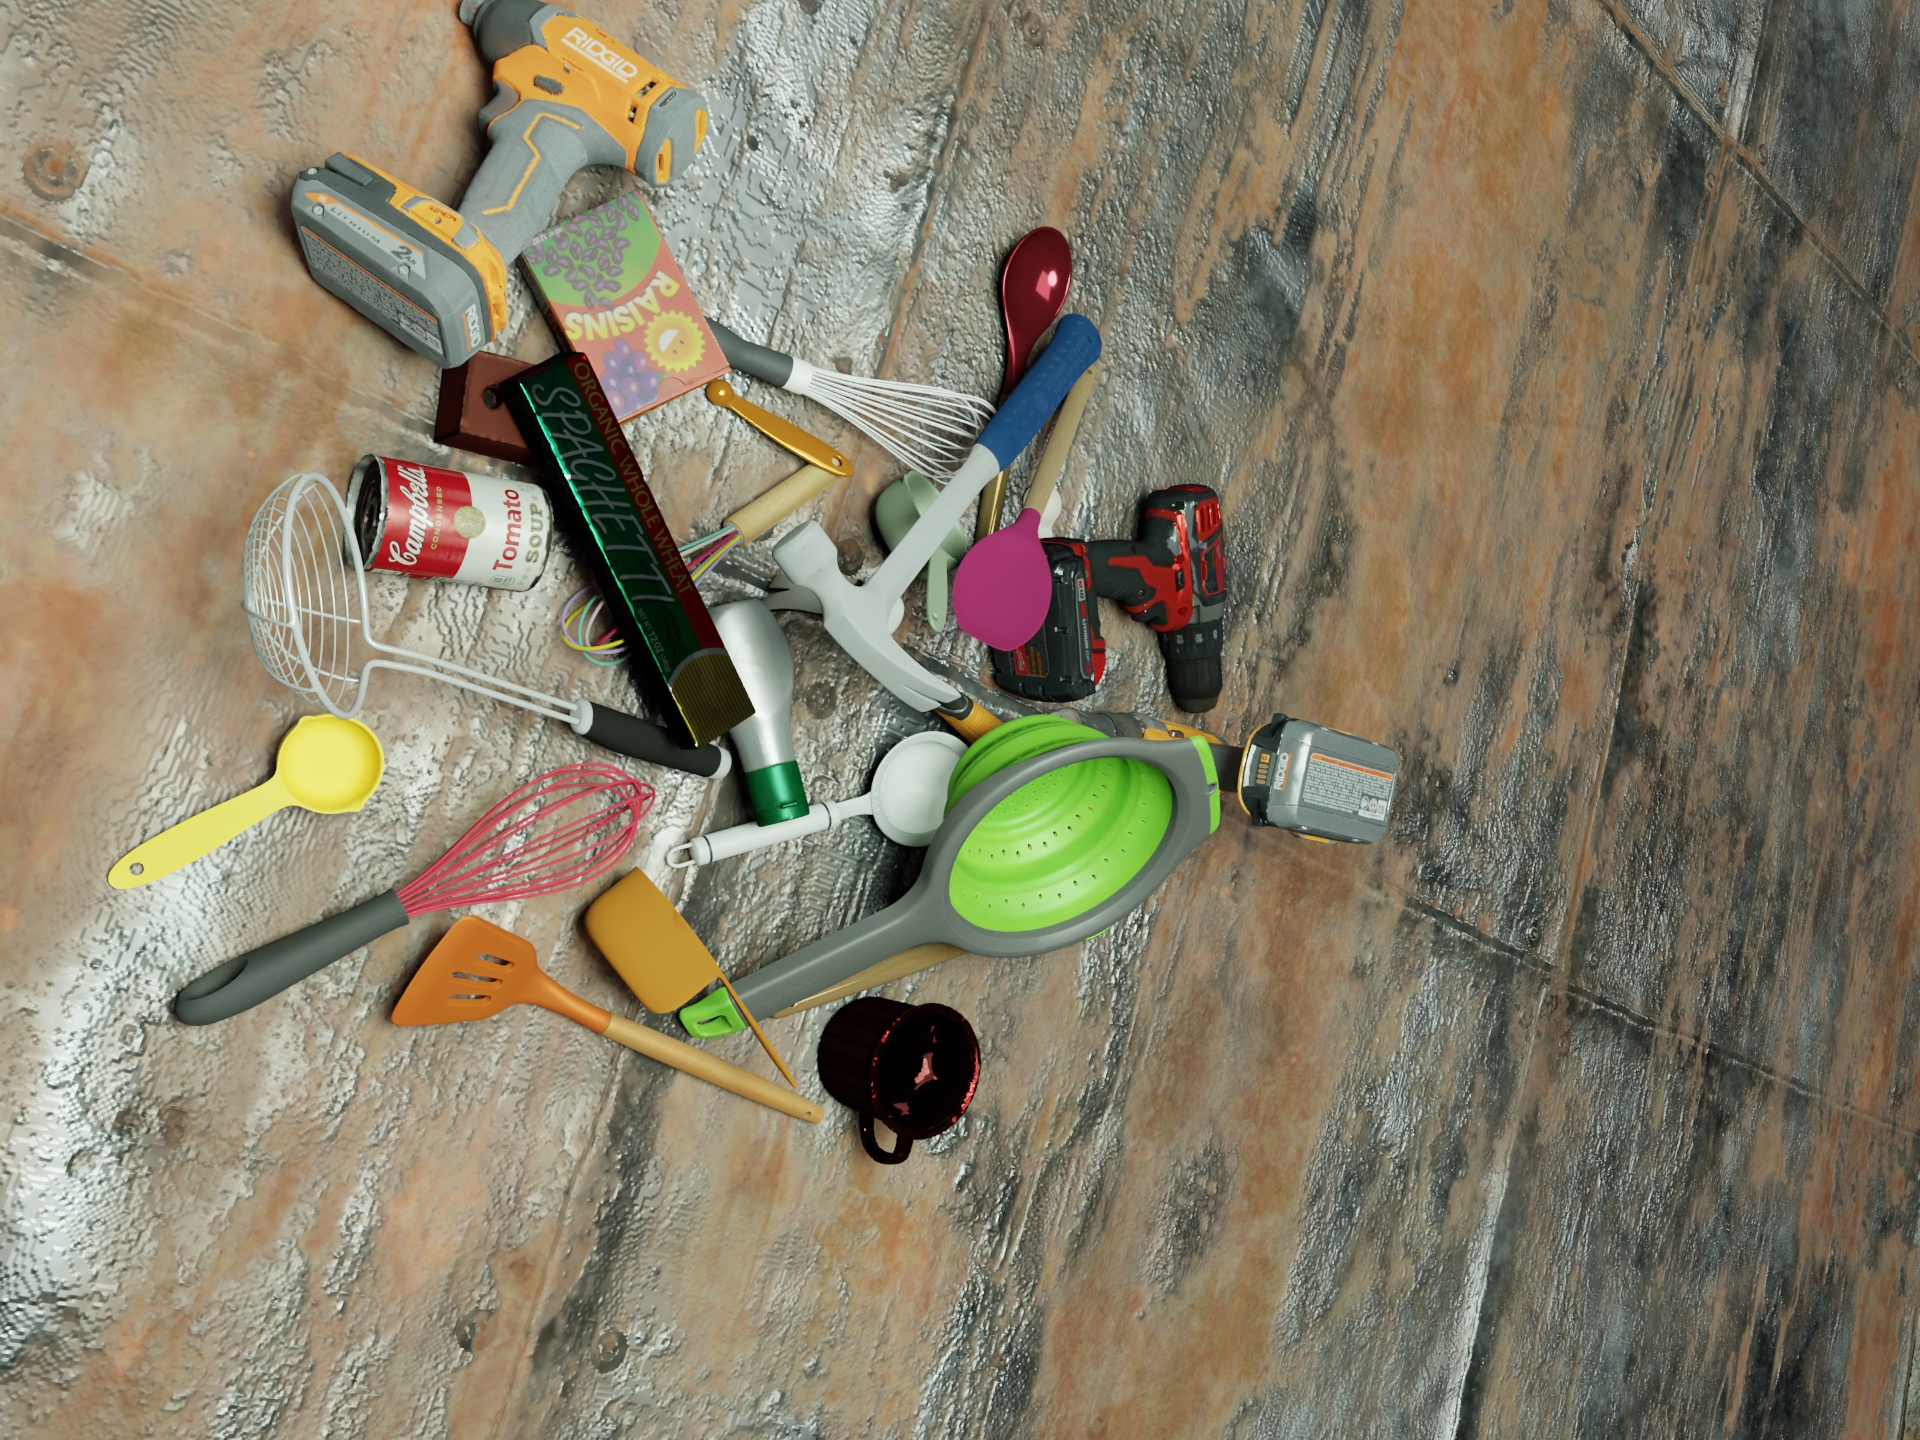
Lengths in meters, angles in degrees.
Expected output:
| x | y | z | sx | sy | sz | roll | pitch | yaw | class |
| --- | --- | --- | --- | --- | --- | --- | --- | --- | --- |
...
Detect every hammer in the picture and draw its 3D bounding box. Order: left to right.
| x | y | z | sx | sy | sz | roll | pitch | yaw | class |
| --- | --- | --- | --- | --- | --- | --- | --- | --- | --- |
| -0.002 | -0.004 | 1.152 | 0.336 | 0.127 | 0.034 | 40 | 70 | -41 | hammer |
| 0.015 | -0.166 | 1.082 | 0.144 | 0.035 | 0.406 | 53 | 43 | -19 | hammer |

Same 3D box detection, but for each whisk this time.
| x | y | z | sx | sy | sz | roll | pitch | yaw | class |
| --- | --- | --- | --- | --- | --- | --- | --- | --- | --- |
| -0.311 | 0.100 | 0.936 | 0.296 | 0.073 | 0.073 | -27 | 106 | -28 | whisk |
| -0.163 | -0.111 | 1.053 | 0.245 | 0.047 | 0.051 | -41 | 112 | -33 | whisk |
| -0.086 | -0.228 | 1.102 | 0.284 | 0.070 | 0.070 | 15 | 81 | -31 | whisk |

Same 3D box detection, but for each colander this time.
| x | y | z | sx | sy | sz | roll | pitch | yaw | class |
| --- | --- | --- | --- | --- | --- | --- | --- | --- | --- |
| -0.017 | 0.098 | 1.100 | 0.397 | 0.095 | 0.204 | -25 | 138 | -7 | colander |

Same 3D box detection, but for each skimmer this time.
| x | y | z | sx | sy | sz | roll | pitch | yaw | class |
| --- | --- | --- | --- | --- | --- | --- | --- | --- | --- |
| -0.248 | -0.028 | 0.917 | 0.363 | 0.090 | 0.127 | 24 | 50 | -48 | skimmer |

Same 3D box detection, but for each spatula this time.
| x | y | z | sx | sy | sz | roll | pitch | yaw | class |
| --- | --- | --- | --- | --- | --- | --- | --- | --- | --- |
| -0.208 | 0.208 | 1.022 | 0.322 | 0.041 | 0.081 | 33 | 95 | -34 | spatula |

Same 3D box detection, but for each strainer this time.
| x | y | z | sx | sy | sz | roll | pitch | yaw | class |
| --- | --- | --- | --- | --- | --- | --- | --- | --- | --- |
| -0.086 | 0.062 | 1.113 | 0.258 | 0.050 | 0.086 | -15 | 112 | -30 | strainer |

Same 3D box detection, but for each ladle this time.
| x | y | z | sx | sy | sz | roll | pitch | yaw | class |
| --- | --- | --- | --- | --- | --- | --- | --- | --- | --- |
| 0.035 | -0.220 | 1.209 | 0.069 | 0.031 | 0.315 | 14 | 84 | -44 | ladle |

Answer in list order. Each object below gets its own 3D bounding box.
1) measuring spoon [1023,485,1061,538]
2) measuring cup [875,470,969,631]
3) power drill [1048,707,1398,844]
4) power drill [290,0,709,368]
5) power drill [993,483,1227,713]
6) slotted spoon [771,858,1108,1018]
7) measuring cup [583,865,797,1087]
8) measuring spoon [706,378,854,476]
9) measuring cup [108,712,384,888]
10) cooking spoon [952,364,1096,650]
| x | y | z | sx | sy | sz | roll | pitch | yaw | class |
| --- | --- | --- | --- | --- | --- | --- | --- | --- | --- |
| 0.074 | -0.124 | 1.242 | 0.034 | 0.018 | 0.124 | -15 | 100 | -36 | measuring spoon |
| -0.030 | -0.107 | 1.101 | 0.083 | 0.038 | 0.168 | 48 | 26 | -33 | measuring cup |
| 0.186 | 0.031 | 1.197 | 0.185 | 0.226 | 0.084 | 14 | 87 | -38 | power drill |
| -0.277 | -0.329 | 0.926 | 0.164 | 0.084 | 0.226 | 35 | 66 | 4 | power drill |
| 0.130 | -0.076 | 1.246 | 0.226 | 0.080 | 0.187 | -21 | 111 | -41 | power drill |
| -0.005 | 0.164 | 1.181 | 0.313 | 0.031 | 0.070 | -15 | 77 | -33 | slotted spoon |
| -0.172 | 0.175 | 1.001 | 0.052 | 0.095 | 0.173 | -36 | 91 | -15 | measuring cup |
| -0.121 | -0.200 | 1.086 | 0.116 | 0.011 | 0.021 | 29 | 57 | -20 | measuring spoon |
| -0.401 | 0.048 | 0.894 | 0.156 | 0.029 | 0.062 | -32 | 109 | -20 | measuring cup |
| 0.058 | -0.166 | 1.164 | 0.068 | 0.017 | 0.319 | 26 | 50 | -6 | cooking spoon |
